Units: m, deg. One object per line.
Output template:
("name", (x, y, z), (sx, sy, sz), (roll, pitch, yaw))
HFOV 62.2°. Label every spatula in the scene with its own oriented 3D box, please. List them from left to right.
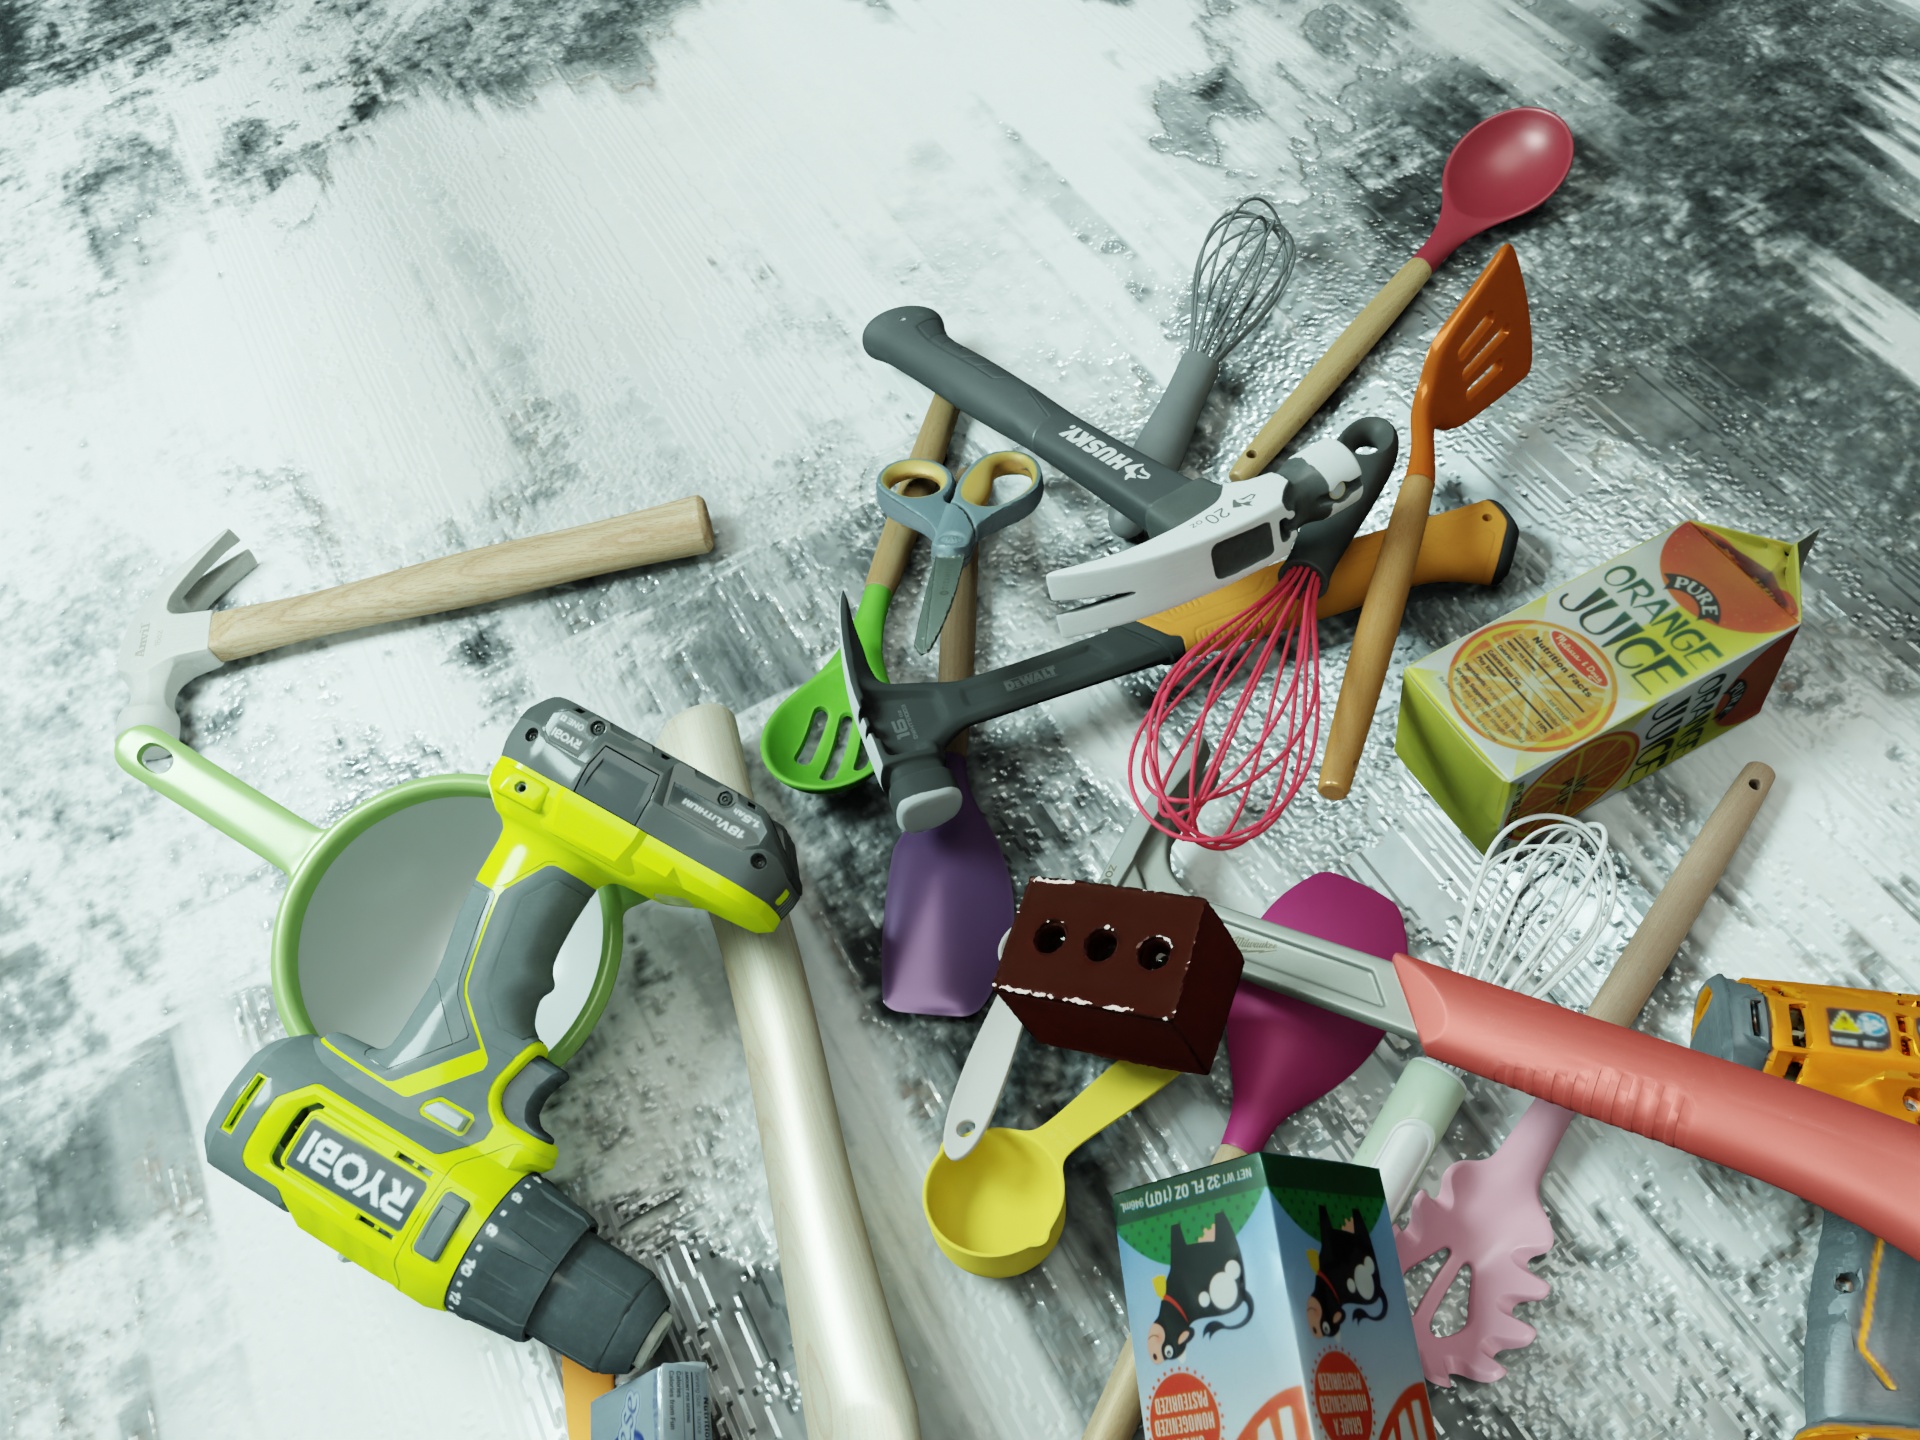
("spatula", (-0.001, -0.003, 0.784), (0.060, 0.018, 0.316), (3, 57, -2))
("spatula", (0.217, -0.093, 0.737), (0.041, 0.080, 0.323), (2, 51, 31))

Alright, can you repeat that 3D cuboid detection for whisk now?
("whisk", (0.130, -0.196, 0.874), (0.055, 0.055, 0.239), (17, 65, 20))
("whisk", (0.148, -0.050, 0.709), (0.073, 0.073, 0.296), (16, 49, 20))
("whisk", (0.197, 0.137, 0.639), (0.058, 0.059, 0.246), (37, 71, -1))

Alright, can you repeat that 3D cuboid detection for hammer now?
("hammer", (-0.300, -0.074, 0.879), (0.331, 0.031, 0.130), (-13, 56, 1))
("hammer", (-0.063, 0.147, 0.661), (0.146, 0.038, 0.411), (-34, 51, 16))
("hammer", (0.035, -0.146, 0.800), (0.146, 0.035, 0.335), (-30, 40, -14))
("hammer", (0.109, -0.051, 0.769), (0.337, 0.034, 0.127), (-17, 56, -8))
("hammer", (0.208, 0.111, 0.597), (0.359, 0.036, 0.149), (16, 63, 35))

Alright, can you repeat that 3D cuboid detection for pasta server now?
("pasta server", (0.257, 0.128, 0.638), (0.060, 0.040, 0.316), (36, 67, 15))

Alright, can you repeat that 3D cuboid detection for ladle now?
("ladle", (0.245, -0.238, 0.893), (0.069, 0.031, 0.315), (31, 68, 29))

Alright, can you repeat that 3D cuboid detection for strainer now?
("strainer", (-0.269, 0.078, 0.724), (0.256, 0.069, 0.151), (29, 74, 8))

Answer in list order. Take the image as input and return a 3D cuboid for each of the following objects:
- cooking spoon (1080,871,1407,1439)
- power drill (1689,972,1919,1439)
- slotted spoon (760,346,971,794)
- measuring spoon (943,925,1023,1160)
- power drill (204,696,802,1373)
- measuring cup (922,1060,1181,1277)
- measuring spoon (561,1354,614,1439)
("cooking spoon", (0.100, 0.195, 0.631), (0.069, 0.017, 0.319), (25, 65, 14))
("power drill", (0.350, 0.199, 0.549), (0.164, 0.084, 0.227), (4, 53, 13))
("slotted spoon", (-0.034, -0.087, 0.842), (0.070, 0.031, 0.314), (7, 56, 14))
("measuring spoon", (0.020, 0.136, 0.677), (0.034, 0.018, 0.124), (-1, 45, 29))
("power drill", (-0.160, 0.125, 0.638), (0.190, 0.080, 0.228), (28, 77, 8))
("measuring cup", (0.052, 0.172, 0.659), (0.156, 0.029, 0.062), (-32, 47, -25))
("measuring spoon", (-0.147, 0.276, 0.627), (0.021, 0.011, 0.117), (-14, 55, 1))
